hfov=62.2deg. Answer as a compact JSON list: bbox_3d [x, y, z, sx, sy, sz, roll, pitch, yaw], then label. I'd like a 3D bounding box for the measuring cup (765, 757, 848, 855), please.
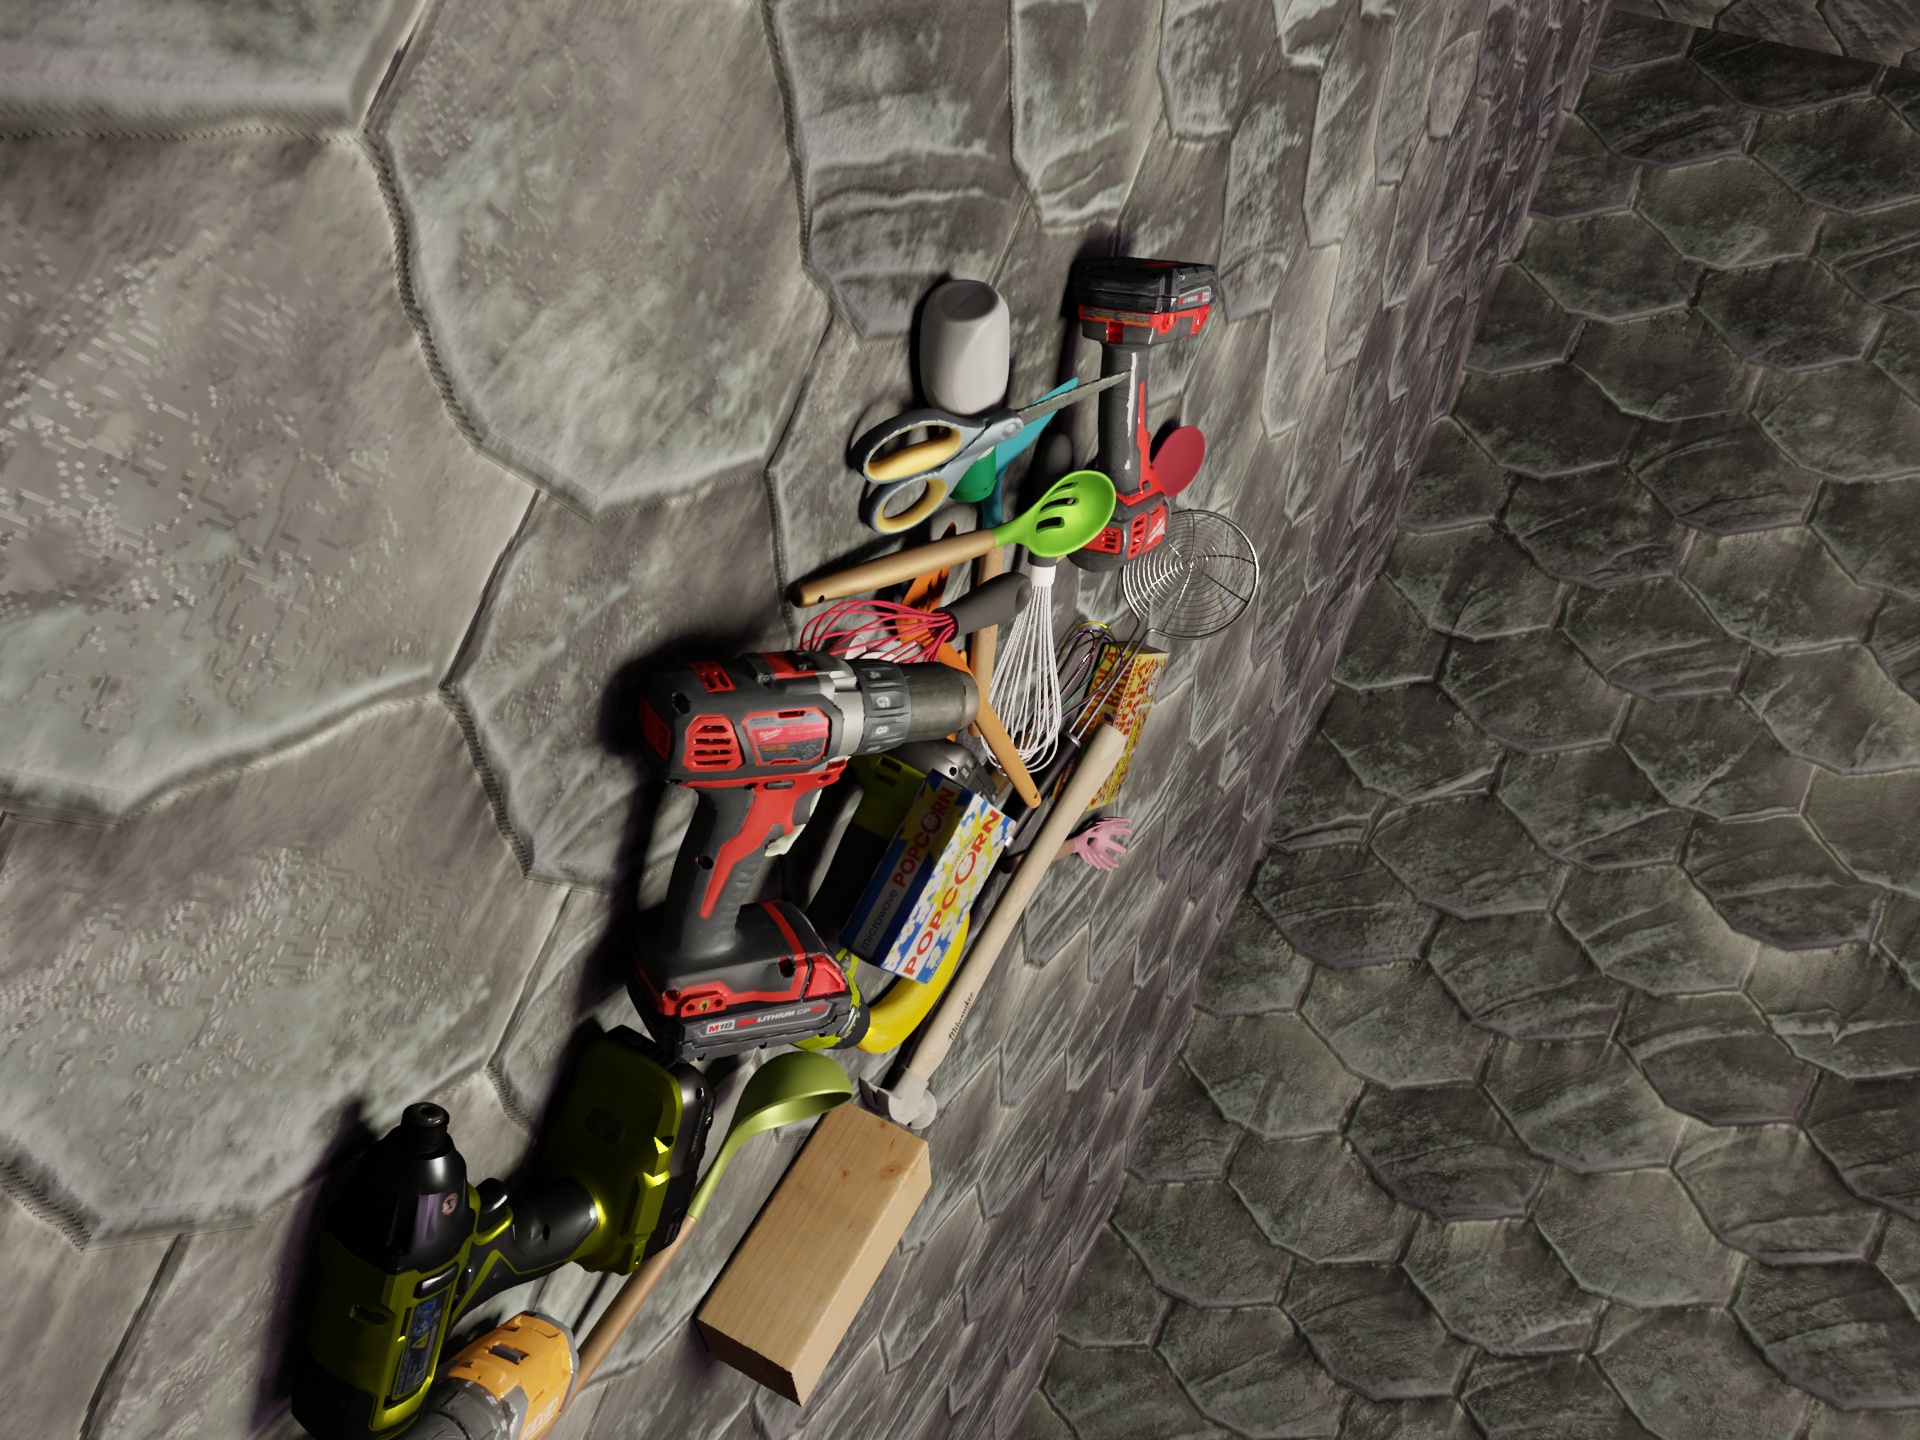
[{"bbox_3d":[-0.094,0.019,0.972,0.167,0.038,0.083,-44,150,-53],"label":"measuring cup"}]

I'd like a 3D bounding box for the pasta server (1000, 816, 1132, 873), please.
[{"bbox_3d":[0.110,0.135,1.631,0.316,0.040,0.060,-5,112,-67],"label":"pasta server"}]

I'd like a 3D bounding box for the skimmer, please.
[{"bbox_3d":[0.143,-0.034,1.455,0.363,0.127,0.090,-55,-170,-18],"label":"skimmer"}]

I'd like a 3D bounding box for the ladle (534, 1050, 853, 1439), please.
[{"bbox_3d":[-0.182,0.349,1.027,0.320,0.062,0.078,-54,163,-15],"label":"ladle"}]

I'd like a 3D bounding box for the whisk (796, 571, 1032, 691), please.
[{"bbox_3d":[-0.019,-0.056,0.997,0.296,0.073,0.073,-30,138,-60],"label":"whisk"}]

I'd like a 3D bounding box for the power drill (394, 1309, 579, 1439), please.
[{"bbox_3d":[-0.283,0.442,0.828,0.185,0.084,0.226,27,82,-83],"label":"power drill"}]

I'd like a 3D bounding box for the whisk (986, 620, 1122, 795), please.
[{"bbox_3d":[0.066,-0.001,1.379,0.245,0.051,0.047,-51,134,-30],"label":"whisk"}]

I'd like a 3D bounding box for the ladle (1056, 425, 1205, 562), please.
[{"bbox_3d":[0.137,-0.188,1.375,0.315,0.031,0.069,-41,143,-49],"label":"ladle"}]

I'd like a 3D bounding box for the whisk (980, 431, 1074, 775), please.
[{"bbox_3d":[0.058,-0.086,1.240,0.070,0.070,0.284,-36,138,-56],"label":"whisk"}]

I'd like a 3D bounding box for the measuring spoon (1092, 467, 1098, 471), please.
[{"bbox_3d":[0.124,-0.229,1.320,0.042,0.021,0.129,44,60,-59],"label":"measuring spoon"}]

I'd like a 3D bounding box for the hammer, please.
[{"bbox_3d":[0.037,0.178,1.449,0.411,0.038,0.146,-59,158,-12],"label":"hammer"}]

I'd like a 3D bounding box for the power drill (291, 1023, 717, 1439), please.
[{"bbox_3d":[-0.226,0.244,0.809,0.223,0.080,0.171,-14,125,-63],"label":"power drill"}]

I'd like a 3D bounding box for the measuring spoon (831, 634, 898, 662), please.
[{"bbox_3d":[-0.063,-0.037,1.034,0.124,0.018,0.034,7,98,-77],"label":"measuring spoon"}]

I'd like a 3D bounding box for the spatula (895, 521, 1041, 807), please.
[{"bbox_3d":[0.014,-0.019,1.157,0.081,0.041,0.322,-60,146,-22],"label":"spatula"}]

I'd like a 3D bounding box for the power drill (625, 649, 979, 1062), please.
[{"bbox_3d":[-0.089,0.065,0.871,0.187,0.080,0.226,-5,121,-30],"label":"power drill"}]

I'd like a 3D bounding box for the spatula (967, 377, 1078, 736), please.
[{"bbox_3d":[0.029,-0.104,1.150,0.082,0.044,0.317,-39,147,-38],"label":"spatula"}]

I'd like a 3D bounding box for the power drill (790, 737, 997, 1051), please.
[{"bbox_3d":[-0.065,0.123,1.102,0.228,0.080,0.190,-61,158,-11],"label":"power drill"}]

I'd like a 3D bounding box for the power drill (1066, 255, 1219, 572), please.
[{"bbox_3d":[0.130,-0.228,1.184,0.143,0.078,0.219,-33,131,-59],"label":"power drill"}]

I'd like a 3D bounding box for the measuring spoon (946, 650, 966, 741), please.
[{"bbox_3d":[-0.002,-0.004,1.225,0.021,0.011,0.116,-45,150,-48],"label":"measuring spoon"}]

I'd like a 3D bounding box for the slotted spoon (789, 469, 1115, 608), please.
[{"bbox_3d":[0.002,-0.114,1.026,0.314,0.031,0.070,-24,141,-48],"label":"slotted spoon"}]
